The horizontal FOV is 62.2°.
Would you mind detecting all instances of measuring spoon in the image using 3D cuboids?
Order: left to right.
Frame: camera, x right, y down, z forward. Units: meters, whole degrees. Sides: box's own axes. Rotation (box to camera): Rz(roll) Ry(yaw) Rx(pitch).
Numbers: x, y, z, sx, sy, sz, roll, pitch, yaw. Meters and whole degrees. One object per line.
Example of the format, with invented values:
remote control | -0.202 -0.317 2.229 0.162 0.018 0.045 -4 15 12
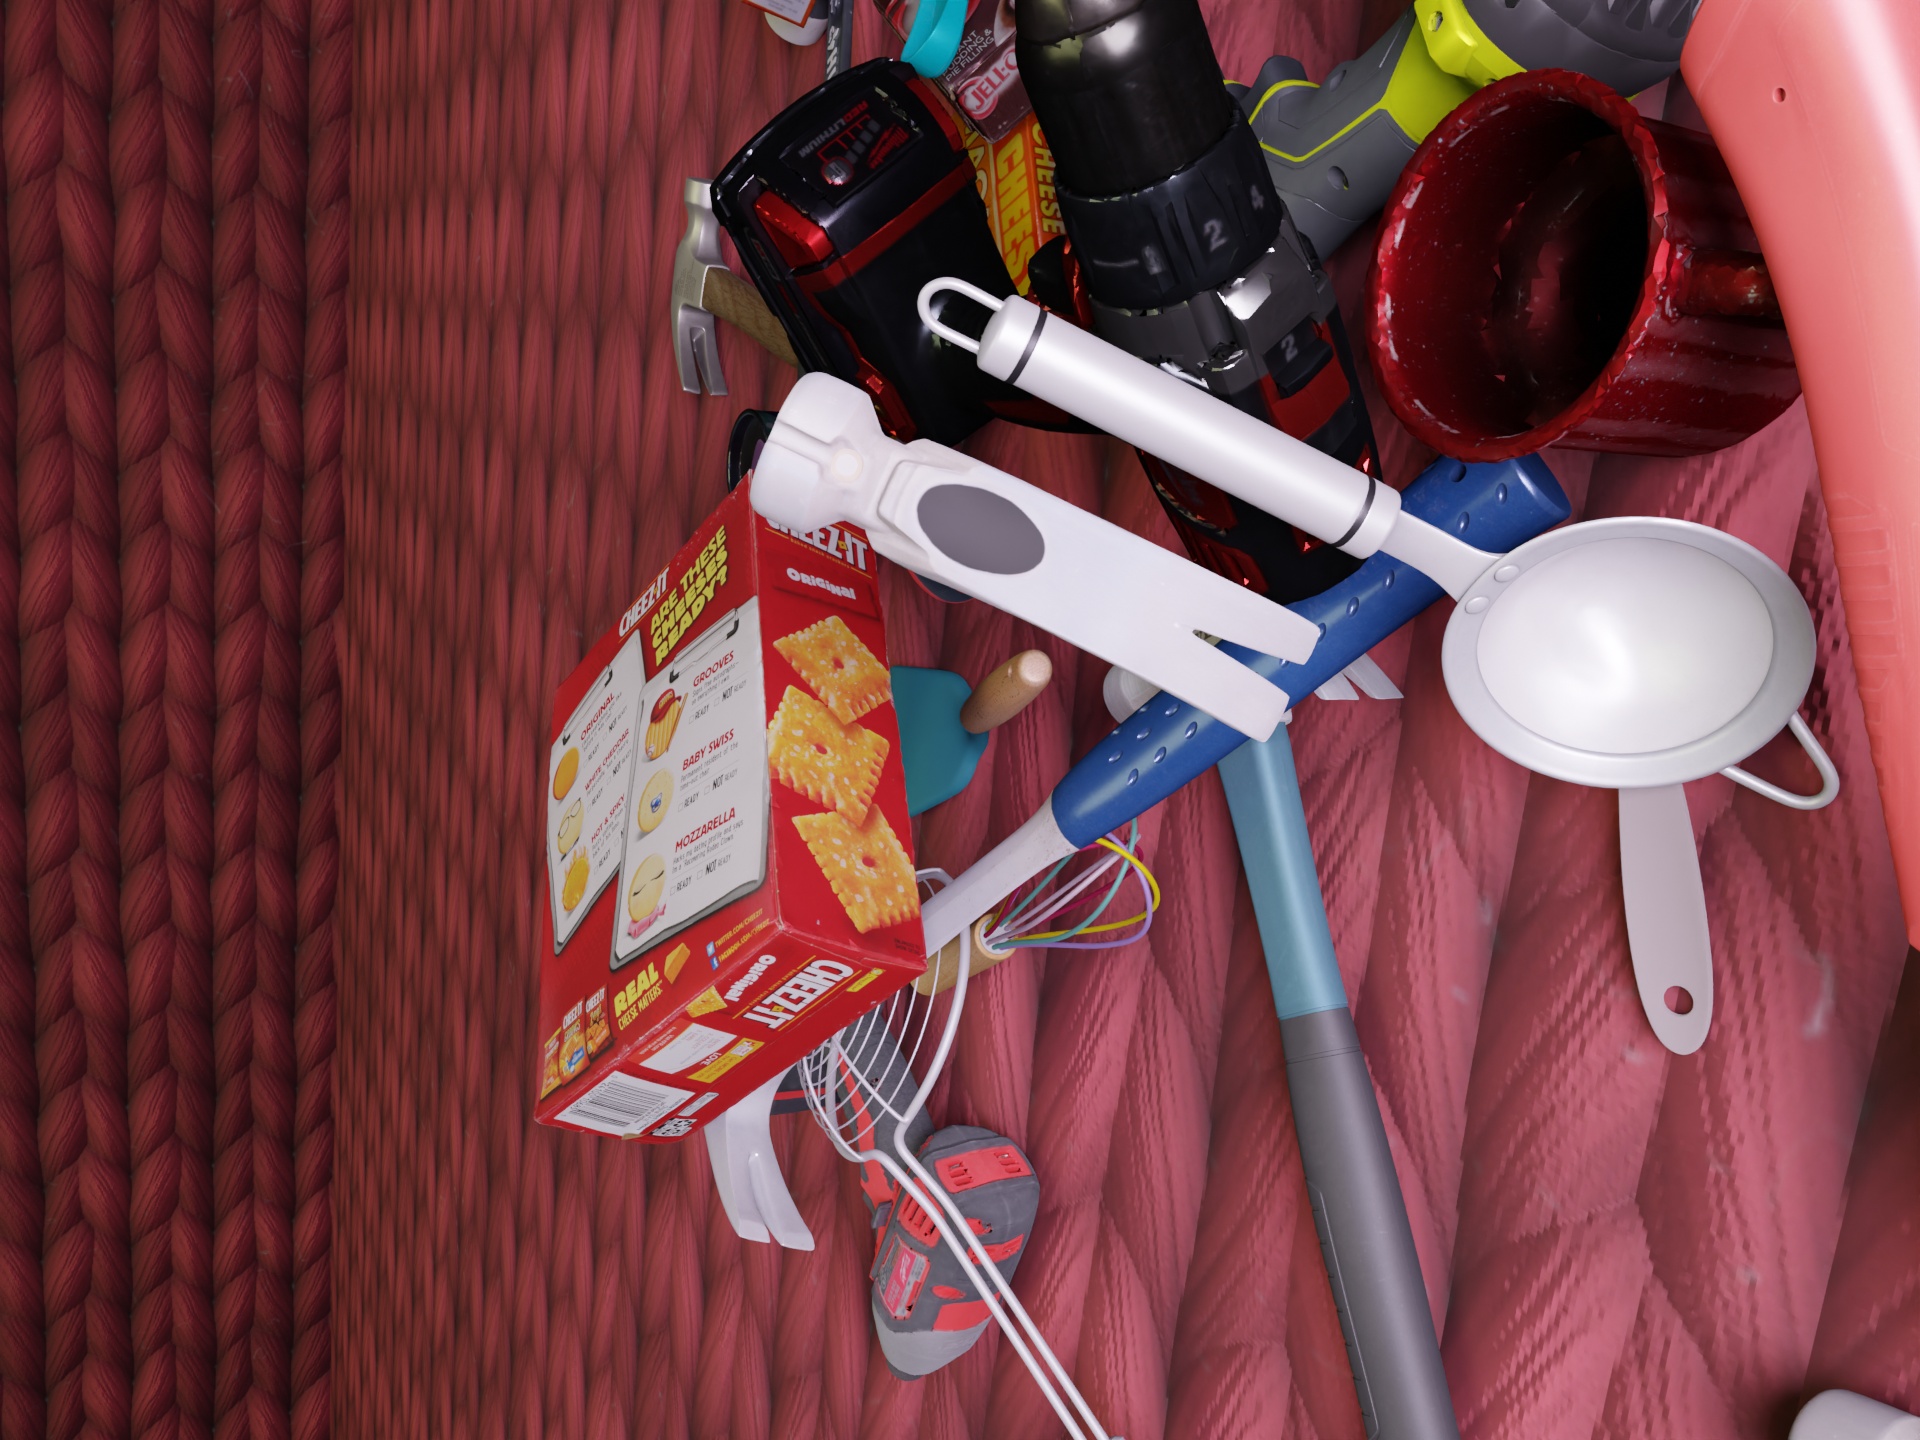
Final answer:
measuring spoon | 0.193 0.029 0.437 0.034 0.018 0.124 -6 93 40

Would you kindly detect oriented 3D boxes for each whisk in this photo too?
whisk | 0.021 0.087 0.697 0.245 0.047 0.051 136 140 -62

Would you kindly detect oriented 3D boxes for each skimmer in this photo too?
skimmer | 0.041 0.227 0.645 0.363 0.090 0.127 55 131 18

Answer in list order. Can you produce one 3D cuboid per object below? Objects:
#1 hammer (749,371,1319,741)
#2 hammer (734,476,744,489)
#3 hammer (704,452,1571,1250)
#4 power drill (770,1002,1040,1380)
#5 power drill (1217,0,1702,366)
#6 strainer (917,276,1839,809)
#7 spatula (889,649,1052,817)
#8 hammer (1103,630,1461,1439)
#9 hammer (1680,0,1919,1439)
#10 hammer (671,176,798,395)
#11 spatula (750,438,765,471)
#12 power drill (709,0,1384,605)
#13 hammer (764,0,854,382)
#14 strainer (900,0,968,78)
hammer | 0.017 -0.052 0.567 0.386 0.143 0.038 -98 33 -86
hammer | -0.120 0.040 0.876 0.146 0.035 0.334 -133 51 -62
hammer | 0.032 0.045 0.554 0.405 0.035 0.144 -41 42 30
power drill | -0.045 0.215 0.806 0.220 0.078 0.143 49 132 44
power drill | 0.113 -0.211 0.504 0.228 0.080 0.191 -38 59 58
strainer | 0.107 -0.049 0.392 0.086 0.258 0.050 -55 15 44
spatula | -0.001 -0.002 0.687 0.317 0.044 0.082 138 132 -82
hammer | 0.123 0.114 0.543 0.128 0.033 0.331 -35 61 57
hammer | 0.209 0.020 0.310 0.149 0.036 0.359 -4 101 61
hammer | -0.107 -0.229 0.937 0.332 0.031 0.130 42 126 52
spatula | -0.112 0.016 0.797 0.060 0.018 0.315 -129 43 -60
power drill | 0.016 -0.140 0.468 0.227 0.080 0.187 33 161 48
hammer | -0.059 -0.252 0.770 0.149 0.036 0.409 -36 48 52
strainer | -0.013 -0.415 0.614 0.211 0.095 0.340 -10 66 56
